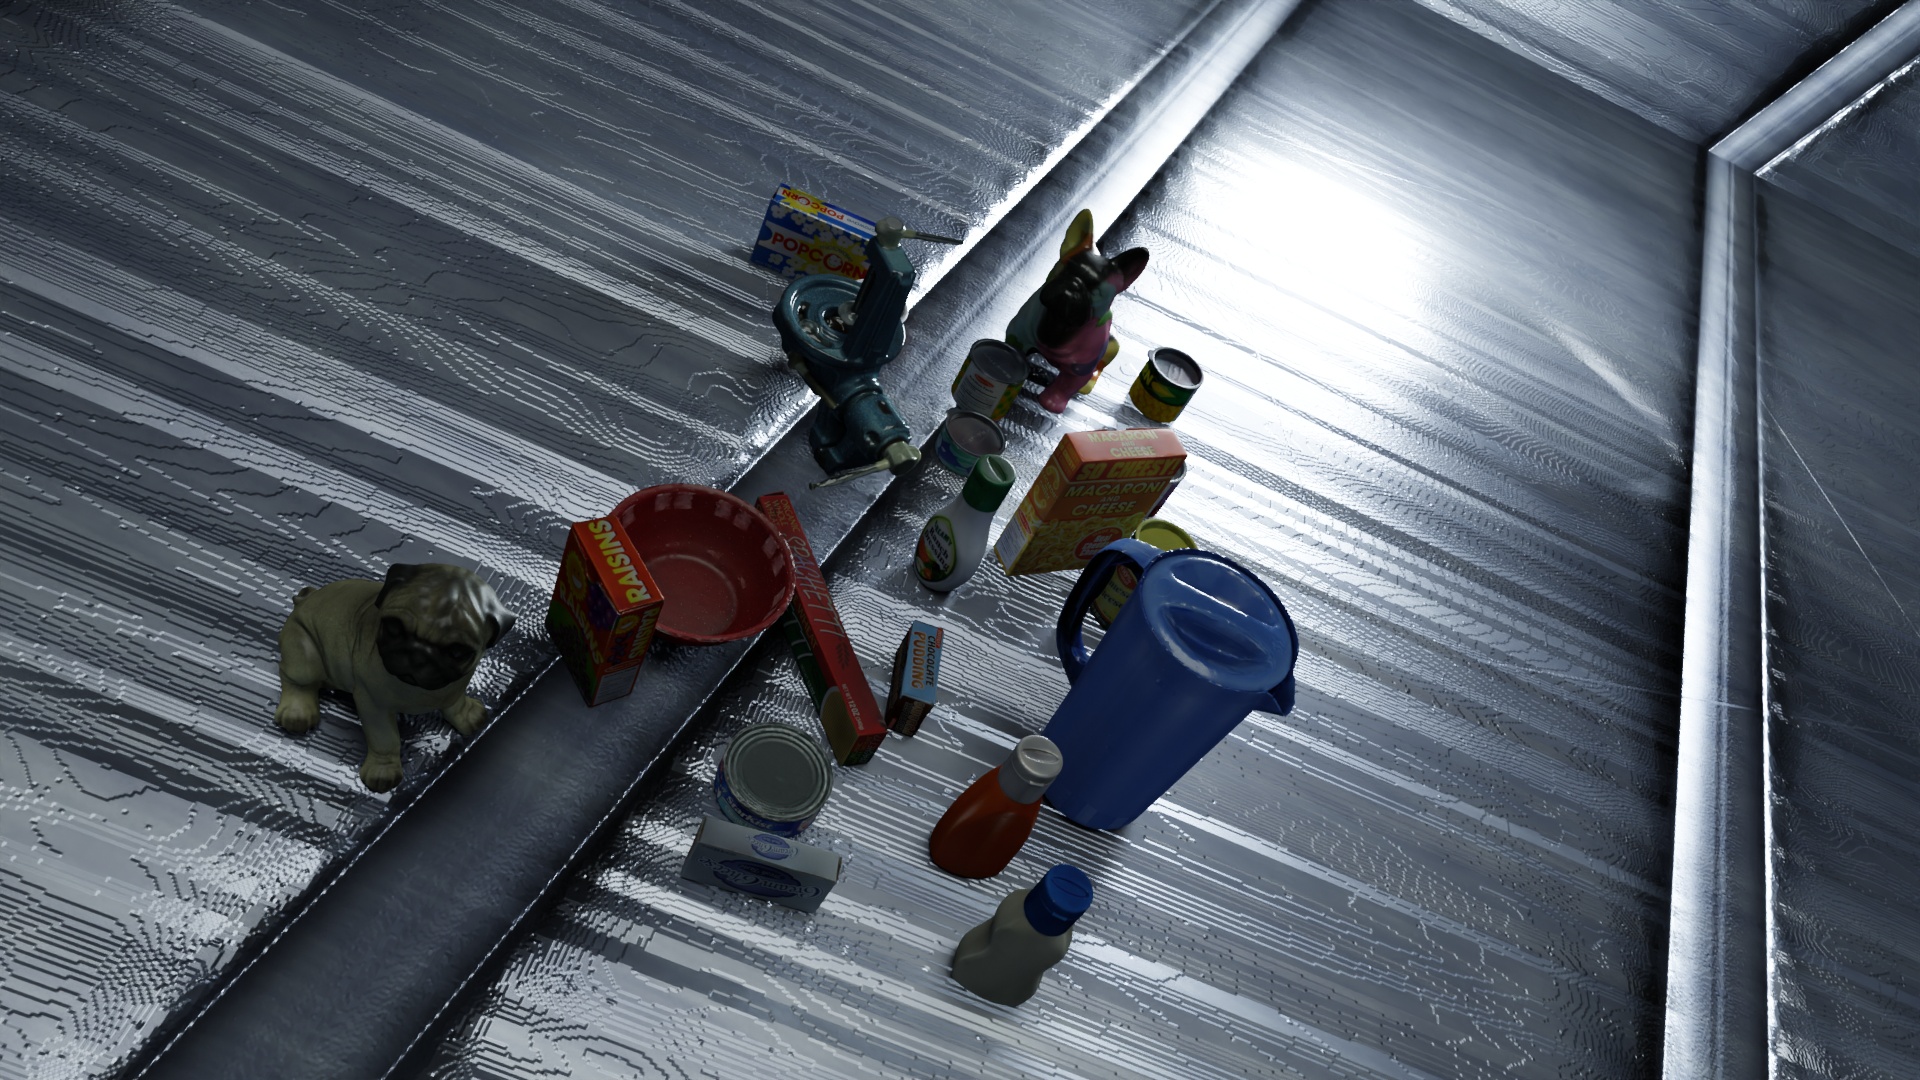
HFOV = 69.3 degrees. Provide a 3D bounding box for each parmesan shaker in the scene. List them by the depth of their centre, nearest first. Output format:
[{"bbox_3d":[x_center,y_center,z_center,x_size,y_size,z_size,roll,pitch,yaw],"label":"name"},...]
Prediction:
[{"bbox_3d":[0.172,0.039,1.300,0.071,0.102,0.072,15,45,-16],"label":"parmesan shaker"}]

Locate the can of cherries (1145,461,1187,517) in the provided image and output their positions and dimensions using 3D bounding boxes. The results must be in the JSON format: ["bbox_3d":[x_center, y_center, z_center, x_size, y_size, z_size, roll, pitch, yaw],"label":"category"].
[{"bbox_3d":[0.193,-0.068,1.441,0.071,0.058,0.072,15,45,-16],"label":"can of cherries"}]

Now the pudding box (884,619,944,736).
[{"bbox_3d":[-0.038,0.114,1.157,0.030,0.049,0.084,20,44,-11],"label":"pudding box"}]

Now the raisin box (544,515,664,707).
[{"bbox_3d":[-0.268,0.053,1.037,0.040,0.122,0.086,-14,59,-37],"label":"raisin box"}]

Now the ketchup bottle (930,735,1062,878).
[{"bbox_3d":[0.031,0.201,1.043,0.065,0.148,0.044,15,46,-16],"label":"ketchup bottle"}]

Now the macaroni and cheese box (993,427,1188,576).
[{"bbox_3d":[0.119,-0.036,1.294,0.124,0.165,0.040,-5,54,-32],"label":"macaroni and cheese box"}]

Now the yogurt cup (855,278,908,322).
[{"bbox_3d":[-0.094,-0.229,1.439,0.072,0.053,0.073,15,45,-16],"label":"yogurt cup"}]

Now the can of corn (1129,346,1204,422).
[{"bbox_3d":[0.229,-0.176,1.560,0.071,0.058,0.071,15,45,-16],"label":"can of corn"}]

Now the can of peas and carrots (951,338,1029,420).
[{"bbox_3d":[0.032,-0.168,1.447,0.071,0.058,0.071,15,45,-16],"label":"can of peas and carrots"}]

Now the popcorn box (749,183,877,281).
[{"bbox_3d":[-0.147,-0.311,1.463,0.127,0.084,0.038,22,44,-9],"label":"popcorn box"}]

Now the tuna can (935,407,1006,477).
[{"bbox_3d":[0.008,-0.098,1.389,0.071,0.032,0.071,15,45,-16],"label":"tuna can"}]

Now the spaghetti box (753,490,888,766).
[{"bbox_3d":[-0.124,0.068,1.153,0.029,0.050,0.251,-6,54,-32],"label":"spaghetti box"}]

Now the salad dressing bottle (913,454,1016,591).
[{"bbox_3d":[0.004,-0.015,1.228,0.044,0.146,0.064,-10,56,-34],"label":"salad dressing bottle"}]

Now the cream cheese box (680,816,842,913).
[{"bbox_3d":[-0.142,0.232,0.991,0.104,0.053,0.024,19,45,-12],"label":"cream cheese box"}]

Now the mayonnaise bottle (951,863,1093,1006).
[{"bbox_3d":[0.047,0.278,0.981,0.065,0.147,0.041,26,43,-5],"label":"mayonnaise bottle"}]
